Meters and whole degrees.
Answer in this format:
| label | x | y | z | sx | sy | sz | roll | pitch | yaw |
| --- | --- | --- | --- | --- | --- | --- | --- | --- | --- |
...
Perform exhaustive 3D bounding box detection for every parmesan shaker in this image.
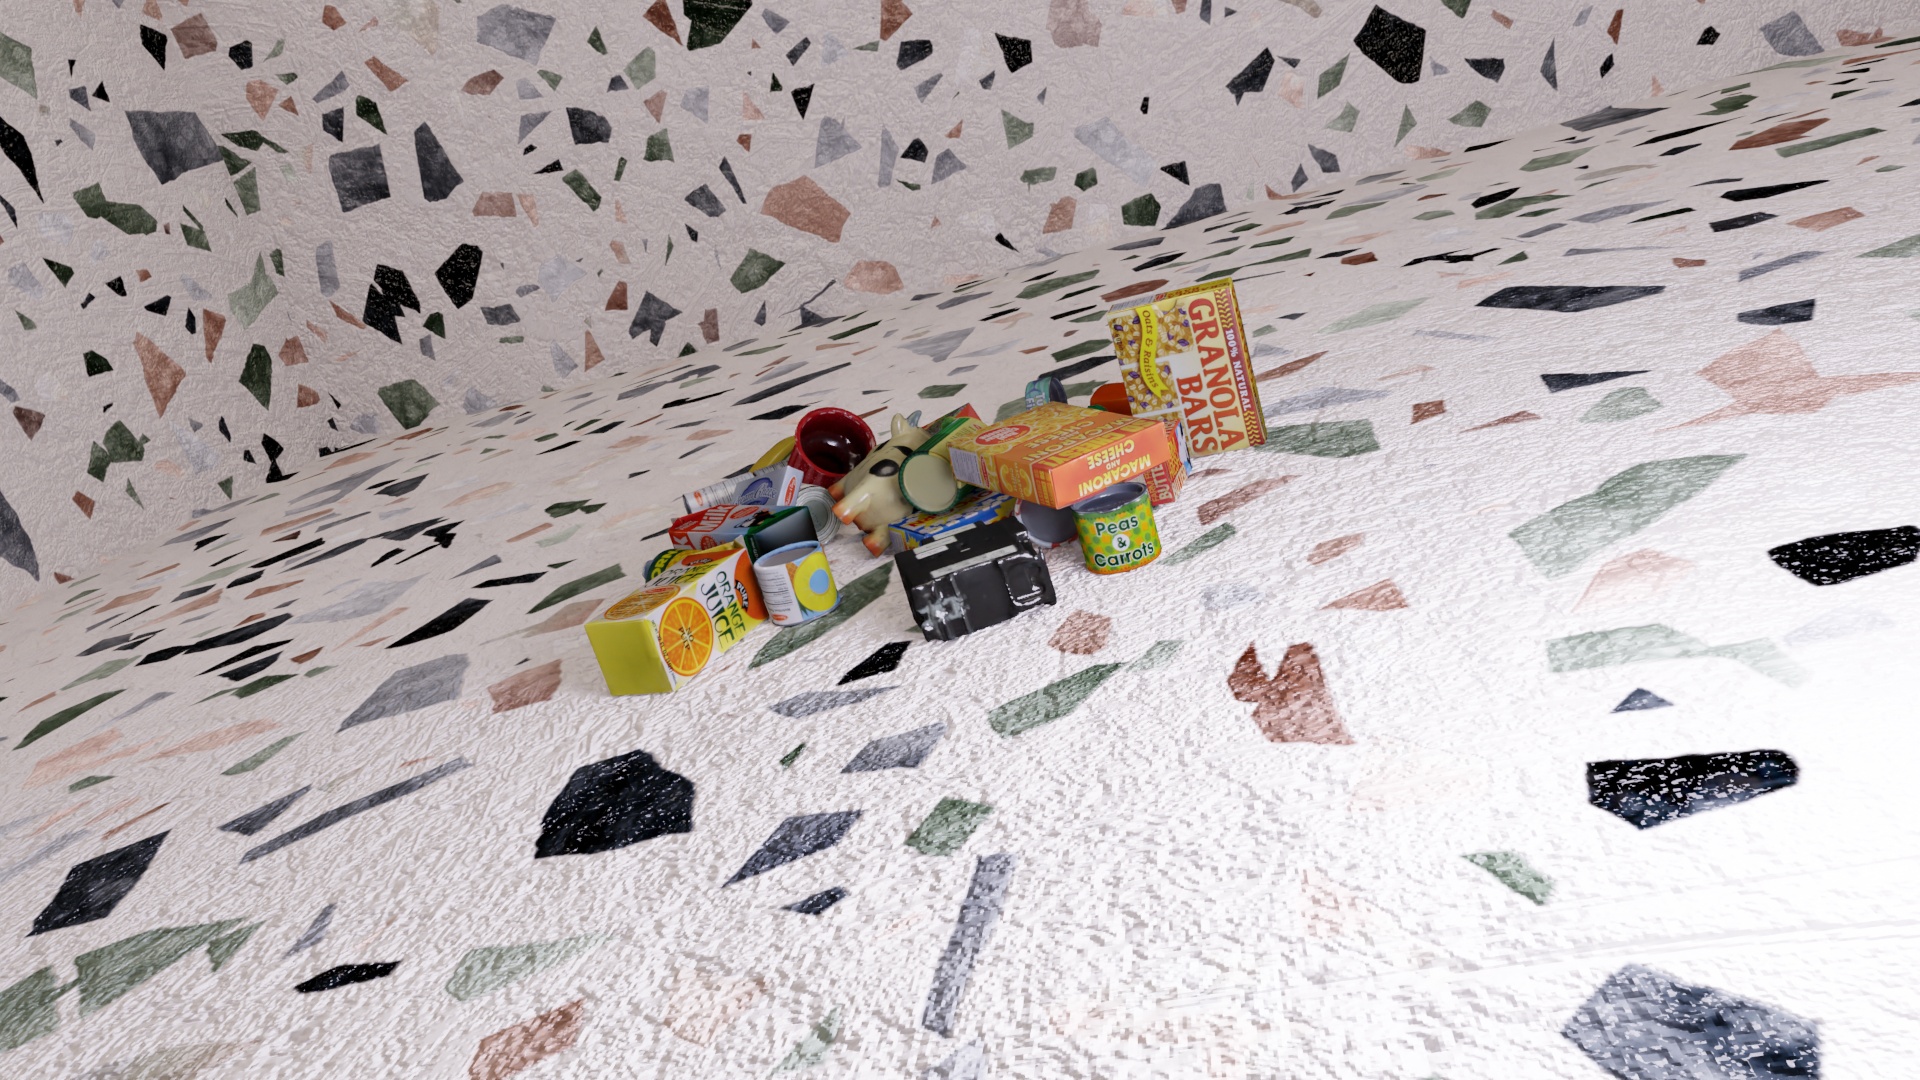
| label | x | y | z | sx | sy | sz | roll | pitch | yaw |
| --- | --- | --- | --- | --- | --- | --- | --- | --- | --- |
| parmesan shaker | -0.012 | -0.075 | 1.341 | 0.071 | 0.071 | 0.103 | -8 | 18 | 27 |

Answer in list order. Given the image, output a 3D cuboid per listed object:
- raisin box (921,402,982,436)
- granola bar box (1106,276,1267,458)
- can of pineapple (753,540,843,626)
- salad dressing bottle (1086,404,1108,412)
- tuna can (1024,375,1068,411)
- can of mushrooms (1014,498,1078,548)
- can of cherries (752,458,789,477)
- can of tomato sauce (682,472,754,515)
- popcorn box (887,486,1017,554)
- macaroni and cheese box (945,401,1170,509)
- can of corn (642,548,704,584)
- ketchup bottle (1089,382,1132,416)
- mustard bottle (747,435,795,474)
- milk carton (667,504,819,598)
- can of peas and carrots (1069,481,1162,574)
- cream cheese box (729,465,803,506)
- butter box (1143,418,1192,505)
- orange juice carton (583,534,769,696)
| label | x | y | z | sx | sy | sz | roll | pitch | yaw |
| --- | --- | --- | --- | --- | --- | --- | --- | --- | --- |
| raisin box | -0.041 | -0.102 | 1.577 | 0.123 | 0.040 | 0.086 | -23 | 18 | 40 |
| granola bar box | 0.226 | -0.165 | 1.378 | 0.124 | 0.165 | 0.039 | -11 | 20 | 20 |
| can of pineapple | -0.148 | 0.038 | 1.267 | 0.071 | 0.057 | 0.071 | -15 | 16 | 5 |
| salad dressing bottle | 0.105 | -0.110 | 1.531 | 0.148 | 0.044 | 0.064 | -26 | 19 | -34 |
| tuna can | 0.102 | -0.160 | 1.648 | 0.033 | 0.071 | 0.071 | -11 | 17 | 23 |
| can of mushrooms | 0.085 | -0.030 | 1.245 | 0.071 | 0.071 | 0.033 | -9 | 19 | 23 |
| can of cherries | -0.204 | -0.058 | 1.621 | 0.058 | 0.071 | 0.071 | -22 | 17 | -15 |
| can of tomato sauce | -0.270 | -0.034 | 1.605 | 0.083 | 0.071 | 0.071 | -20 | 17 | -14 |
| popcorn box | 0.005 | -0.017 | 1.333 | 0.127 | 0.038 | 0.085 | -24 | 17 | -23 |
| macaroni and cheese box | 0.084 | -0.077 | 1.220 | 0.124 | 0.040 | 0.166 | -24 | 23 | -26 |
| can of corn | -0.264 | 0.040 | 1.349 | 0.058 | 0.071 | 0.071 | 2 | 24 | 45 |
| ketchup bottle | 0.223 | -0.162 | 1.581 | 0.148 | 0.043 | 0.065 | -1 | 23 | 41 |
| mustard bottle | -0.227 | -0.076 | 1.706 | 0.048 | 0.065 | 0.161 | -12 | 22 | 35 |
| milk carton | -0.229 | 0.009 | 1.410 | 0.190 | 0.072 | 0.074 | 1 | 24 | 46 |
| can of peas and carrots | 0.130 | -0.010 | 1.156 | 0.071 | 0.058 | 0.071 | -15 | 17 | 5 |
| cream cheese box | -0.206 | -0.042 | 1.454 | 0.103 | 0.024 | 0.053 | -13 | 56 | 48 |
| butter box | 0.195 | -0.075 | 1.313 | 0.024 | 0.053 | 0.104 | -11 | 17 | 24 |
| orange juice carton | -0.240 | 0.063 | 1.250 | 0.073 | 0.071 | 0.193 | -7 | 20 | 30 |
